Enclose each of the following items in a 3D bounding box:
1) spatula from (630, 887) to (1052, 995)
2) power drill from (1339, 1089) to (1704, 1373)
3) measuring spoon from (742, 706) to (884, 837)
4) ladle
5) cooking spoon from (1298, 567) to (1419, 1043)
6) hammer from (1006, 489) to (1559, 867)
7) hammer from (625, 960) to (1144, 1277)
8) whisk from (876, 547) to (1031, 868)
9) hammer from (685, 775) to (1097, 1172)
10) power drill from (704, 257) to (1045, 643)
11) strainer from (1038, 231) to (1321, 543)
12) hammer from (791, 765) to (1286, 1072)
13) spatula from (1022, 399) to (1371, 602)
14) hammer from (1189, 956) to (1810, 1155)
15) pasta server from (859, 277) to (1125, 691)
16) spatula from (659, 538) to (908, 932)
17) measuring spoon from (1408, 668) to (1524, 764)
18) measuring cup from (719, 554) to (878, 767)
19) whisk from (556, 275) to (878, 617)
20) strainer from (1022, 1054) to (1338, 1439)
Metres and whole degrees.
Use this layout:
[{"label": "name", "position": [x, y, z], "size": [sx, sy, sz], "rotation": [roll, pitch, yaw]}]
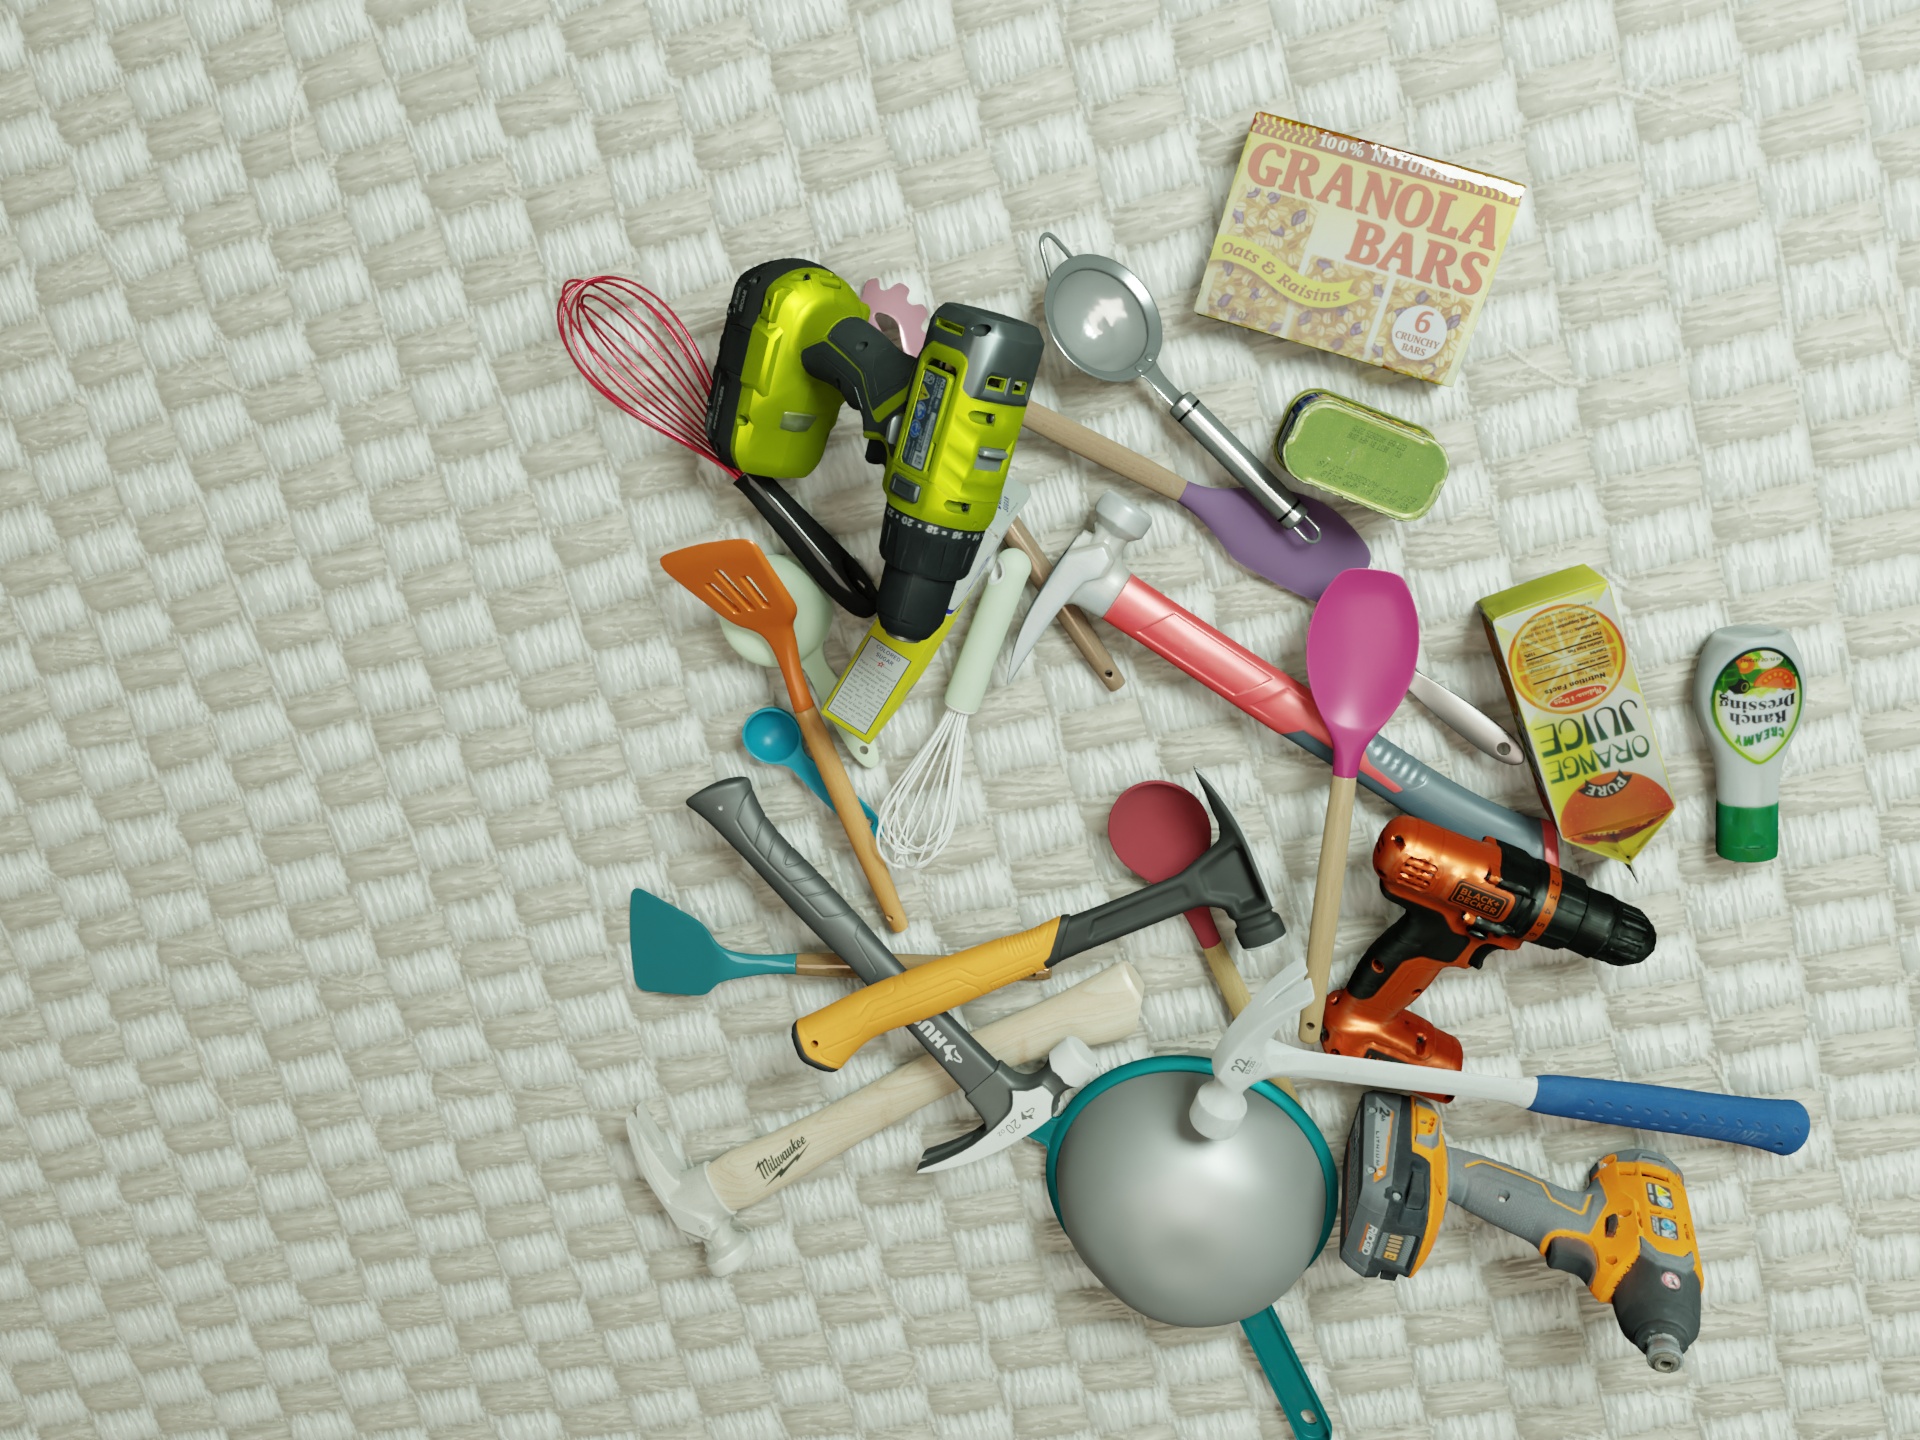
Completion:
[{"label": "spatula", "position": [-0.092, 0.172, 1.162], "size": [0.317, 0.044, 0.082], "rotation": [2, 104, 4]}, {"label": "power drill", "position": [0.372, 0.338, 1.052], "size": [0.226, 0.164, 0.084], "rotation": [12, 120, 9]}, {"label": "measuring spoon", "position": [-0.101, 0.037, 1.133], "size": [0.128, 0.021, 0.042], "rotation": [44, 108, -13]}, {"label": "ladle", "position": [0.188, 0.178, 1.113], "size": [0.069, 0.031, 0.315], "rotation": [-24, 101, 13]}, {"label": "cooking spoon", "position": [0.244, 0.060, 1.025], "size": [0.069, 0.017, 0.318], "rotation": [6, 103, 8]}, {"label": "hammer", "position": [0.219, 0.012, 1.045], "size": [0.386, 0.038, 0.143], "rotation": [33, 102, -3]}, {"label": "hammer", "position": [-0.054, 0.271, 1.173], "size": [0.410, 0.038, 0.146], "rotation": [-29, 97, 15]}, {"label": "whisk", "position": [-0.002, -0.003, 1.080], "size": [0.059, 0.058, 0.246], "rotation": [8, 115, -30]}, {"label": "hammer", "position": [-0.069, 0.169, 1.117], "size": [0.146, 0.035, 0.335], "rotation": [-43, 91, 13]}, {"label": "power drill", "position": [-0.058, -0.169, 0.952], "size": [0.229, 0.080, 0.190], "rotation": [35, 116, 41]}, {"label": "strainer", "position": [0.134, -0.203, 1.007], "size": [0.258, 0.050, 0.087], "rotation": [44, 62, -2]}, {"label": "hammer", "position": [0.039, 0.149, 1.067], "size": [0.337, 0.034, 0.127], "rotation": [-23, 93, 7]}, {"label": "spatula", "position": [0.121, -0.162, 1.026], "size": [0.316, 0.018, 0.059], "rotation": [25, 101, -5]}, {"label": "hammer", "position": [0.362, 0.237, 1.033], "size": [0.405, 0.035, 0.144], "rotation": [9, 126, -9]}, {"label": "pasta server", "position": [0.019, -0.152, 1.056], "size": [0.060, 0.040, 0.316], "rotation": [-32, 101, 16]}, {"label": "spatula", "position": [-0.102, 0.017, 1.084], "size": [0.081, 0.041, 0.322], "rotation": [-7, 117, 32]}, {"label": "measuring spoon", "position": [0.312, -0.010, 1.031], "size": [0.124, 0.018, 0.034], "rotation": [39, 111, 14]}, {"label": "measuring cup", "position": [-0.106, -0.036, 1.099], "size": [0.083, 0.038, 0.167], "rotation": [-29, 96, 15]}, {"label": "whisk", "position": [-0.156, -0.181, 1.061], "size": [0.073, 0.073, 0.295], "rotation": [-39, 100, 17]}, {"label": "strainer", "position": [0.186, 0.405, 1.129], "size": [0.211, 0.095, 0.340], "rotation": [-23, 101, 19]}]
